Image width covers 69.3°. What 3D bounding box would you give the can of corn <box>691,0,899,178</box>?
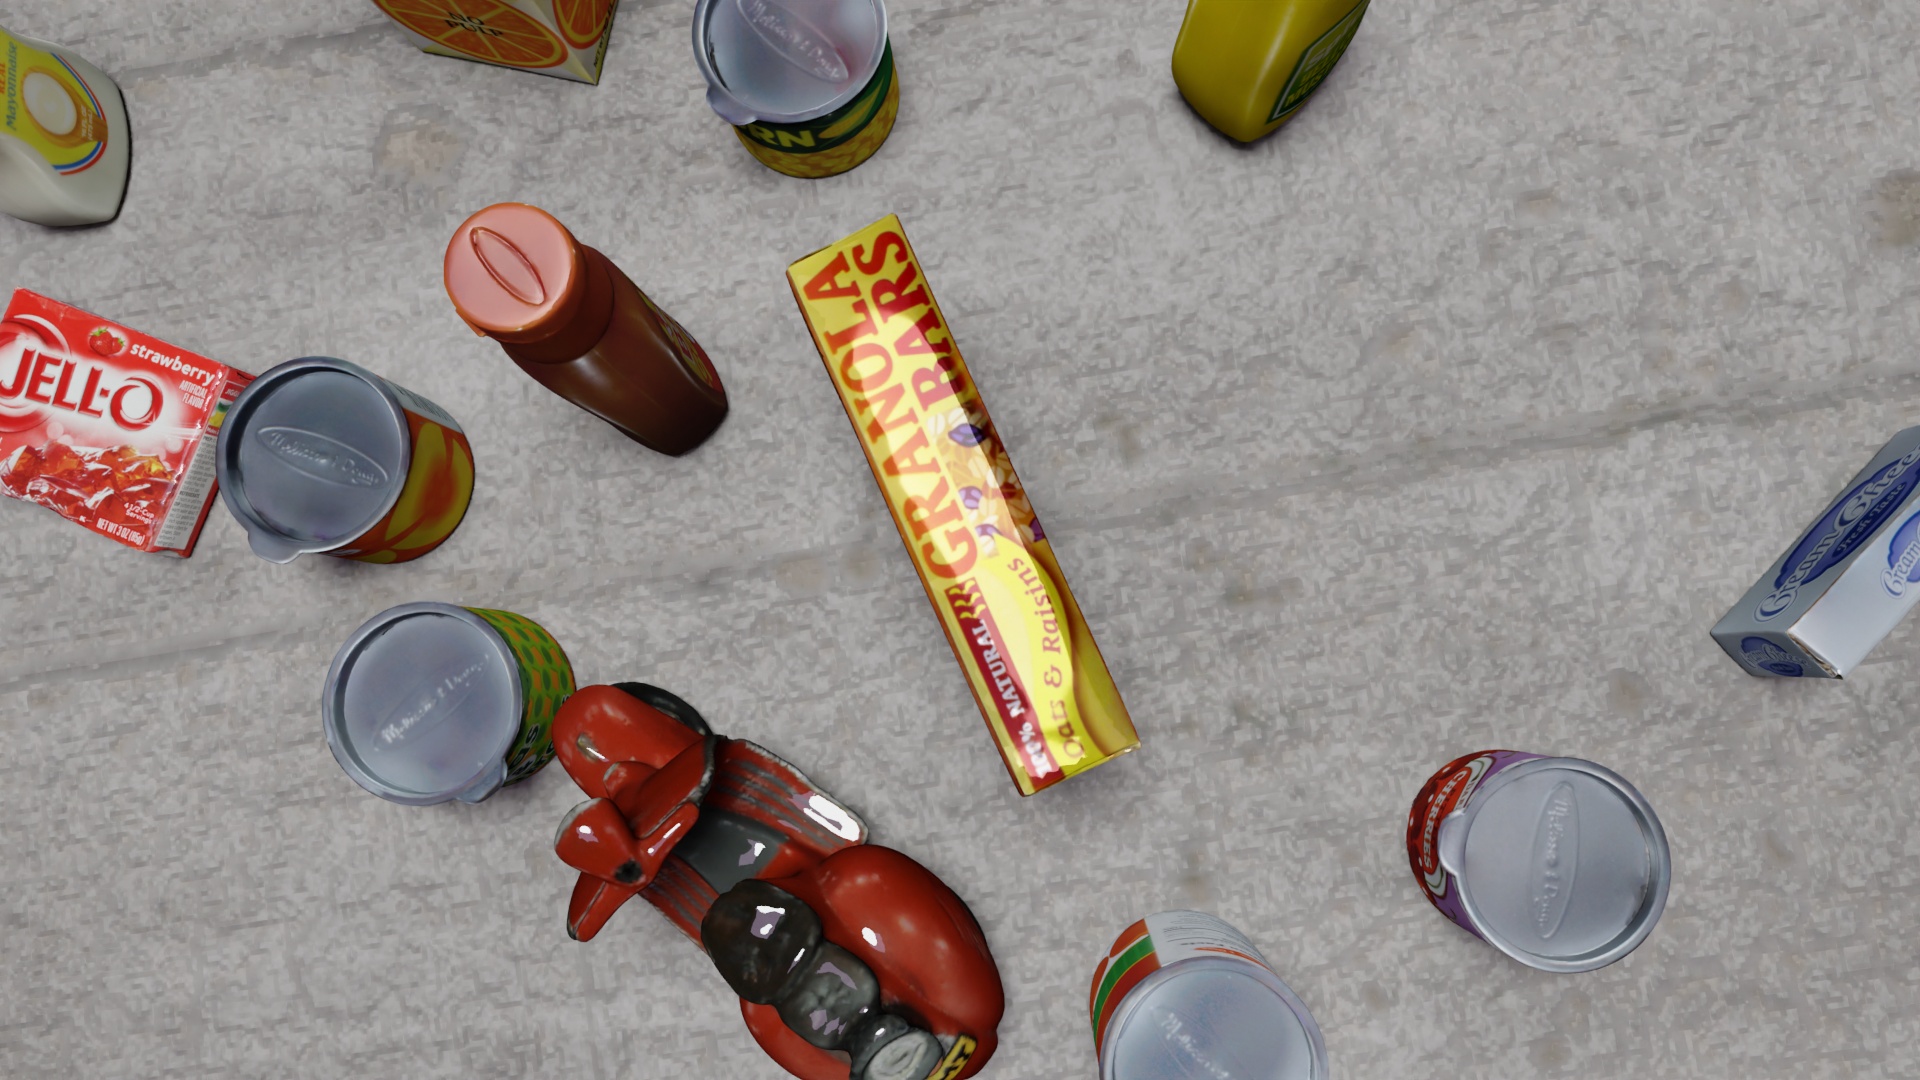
[{"bbox_3d":[-0.058,-0.168,0.495,0.071,0.058,0.071,0,85,3],"label":"can of corn"}]

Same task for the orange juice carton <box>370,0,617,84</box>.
[{"bbox_3d":[-0.169,-0.222,0.438,0.073,0.192,0.072,12,86,4],"label":"orange juice carton"}]

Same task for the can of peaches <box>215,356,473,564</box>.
[{"bbox_3d":[-0.214,-0.024,0.488,0.071,0.058,0.071,0,85,3],"label":"can of peaches"}]

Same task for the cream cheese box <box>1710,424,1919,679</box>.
[{"bbox_3d":[0.305,0.003,0.465,0.024,0.053,0.104,44,88,5],"label":"cream cheese box"}]

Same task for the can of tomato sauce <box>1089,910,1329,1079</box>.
[{"bbox_3d":[0.075,0.160,0.444,0.071,0.083,0.071,0,85,3],"label":"can of tomato sauce"}]

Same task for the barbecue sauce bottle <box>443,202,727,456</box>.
[{"bbox_3d":[-0.117,-0.066,0.442,0.043,0.148,0.065,-43,84,-2],"label":"barbecue sauce bottle"}]

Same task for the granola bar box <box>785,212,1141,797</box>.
[{"bbox_3d":[0.002,-0.006,0.443,0.039,0.124,0.165,-25,84,0],"label":"granola bar box"}]

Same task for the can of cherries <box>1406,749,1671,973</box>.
[{"bbox_3d":[0.185,0.102,0.457,0.071,0.058,0.071,0,85,3],"label":"can of cherries"}]

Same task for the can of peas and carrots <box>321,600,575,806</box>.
[{"bbox_3d":[-0.171,0.057,0.477,0.071,0.058,0.071,0,85,3],"label":"can of peas and carrots"}]

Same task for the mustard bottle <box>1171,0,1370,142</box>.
[{"bbox_3d":[0.105,-0.181,0.438,0.049,0.160,0.065,43,88,5],"label":"mustard bottle"}]

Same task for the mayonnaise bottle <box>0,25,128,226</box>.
[{"bbox_3d":[-0.341,-0.155,0.461,0.041,0.148,0.065,-3,85,2],"label":"mayonnaise bottle"}]
